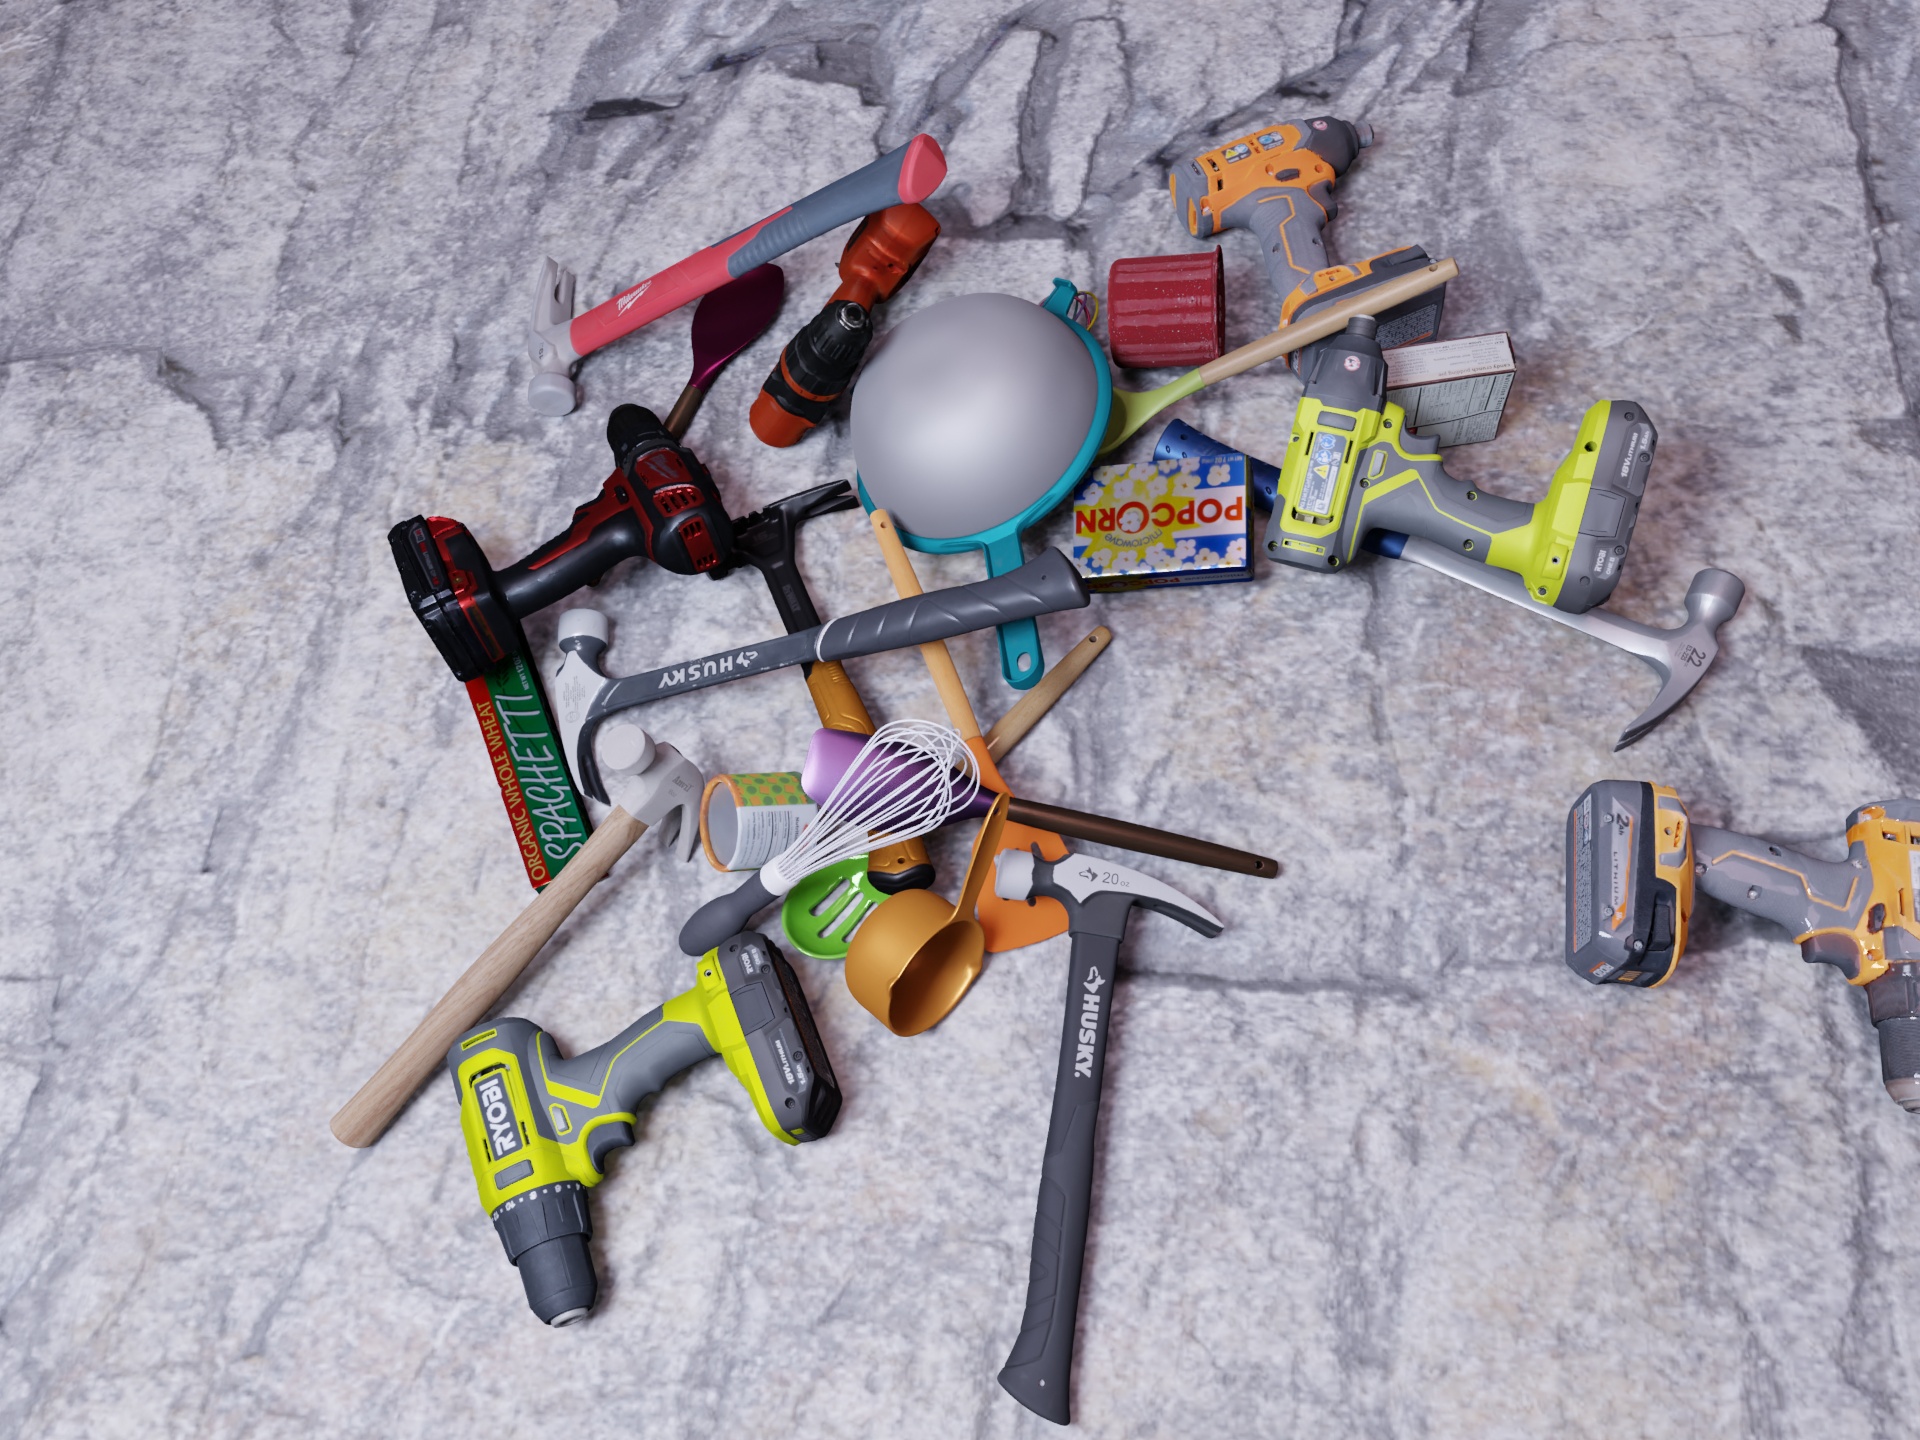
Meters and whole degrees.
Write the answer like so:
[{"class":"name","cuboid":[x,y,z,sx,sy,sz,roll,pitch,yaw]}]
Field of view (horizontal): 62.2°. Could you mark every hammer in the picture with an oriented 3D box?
[{"class":"hammer","cuboid":[0.320,-0.115,1.113,0.406,0.035,0.144,26,71,18]},{"class":"hammer","cuboid":[0.074,0.249,0.973,0.146,0.035,0.335,9,70,-2]},{"class":"hammer","cuboid":[-0.290,0.148,1.048,0.031,0.130,0.331,40,87,26]},{"class":"hammer","cuboid":[-0.106,-0.046,1.080,0.409,0.036,0.149,-12,67,22]},{"class":"hammer","cuboid":[-0.181,-0.361,1.211,0.386,0.038,0.143,-17,61,28]},{"class":"hammer","cuboid":[-0.083,-0.026,1.112,0.127,0.034,0.337,-24,59,-1]}]

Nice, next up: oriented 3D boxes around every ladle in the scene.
[{"class":"ladle","cuboid":[0.191,-0.261,1.128,0.320,0.062,0.078,-20,57,26]}]

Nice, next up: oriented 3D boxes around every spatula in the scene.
[{"class":"spatula","cuboid":[0.053,0.064,1.031,0.316,0.018,0.060,13,83,-5]},{"class":"spatula","cuboid":[-0.002,-0.003,1.083,0.081,0.041,0.323,-19,70,-10]}]

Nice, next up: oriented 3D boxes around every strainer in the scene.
[{"class":"strainer","cuboid":[0.004,-0.179,1.107,0.211,0.095,0.341,-22,54,19]}]

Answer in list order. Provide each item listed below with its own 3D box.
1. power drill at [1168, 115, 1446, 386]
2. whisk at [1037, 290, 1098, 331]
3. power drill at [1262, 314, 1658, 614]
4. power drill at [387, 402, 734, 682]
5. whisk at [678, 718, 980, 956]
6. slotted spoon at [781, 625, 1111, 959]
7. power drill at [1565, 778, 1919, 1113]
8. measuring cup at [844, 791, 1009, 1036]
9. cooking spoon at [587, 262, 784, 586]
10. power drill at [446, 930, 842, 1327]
[{"class":"power drill","cuboid":[0.278,-0.371,1.214,0.164,0.084,0.227,-23,61,-3]},{"class":"whisk","cuboid":[0.034,-0.235,1.207,0.047,0.051,0.245,29,75,13]},{"class":"power drill","cuboid":[0.328,-0.167,1.050,0.223,0.080,0.171,15,94,14]},{"class":"power drill","cuboid":[-0.291,-0.142,1.157,0.226,0.080,0.188,-26,47,-9]},{"class":"whisk","cuboid":[-0.094,0.081,0.996,0.284,0.070,0.070,-37,59,34]},{"class":"slotted spoon","cuboid":[-0.002,0.045,1.091,0.070,0.031,0.314,38,74,21]},{"class":"power drill","cuboid":[0.489,0.131,0.955,0.226,0.084,0.185,7,68,6]},{"class":"measuring cup","cuboid":[-0.018,0.113,1.001,0.052,0.095,0.173,30,108,33]},{"class":"cooking spoon","cuboid":[-0.222,-0.240,1.257,0.069,0.017,0.319,16,68,20]},{"class":"power drill","cuboid":[-0.197,0.249,0.998,0.228,0.080,0.191,-25,64,-1]}]
